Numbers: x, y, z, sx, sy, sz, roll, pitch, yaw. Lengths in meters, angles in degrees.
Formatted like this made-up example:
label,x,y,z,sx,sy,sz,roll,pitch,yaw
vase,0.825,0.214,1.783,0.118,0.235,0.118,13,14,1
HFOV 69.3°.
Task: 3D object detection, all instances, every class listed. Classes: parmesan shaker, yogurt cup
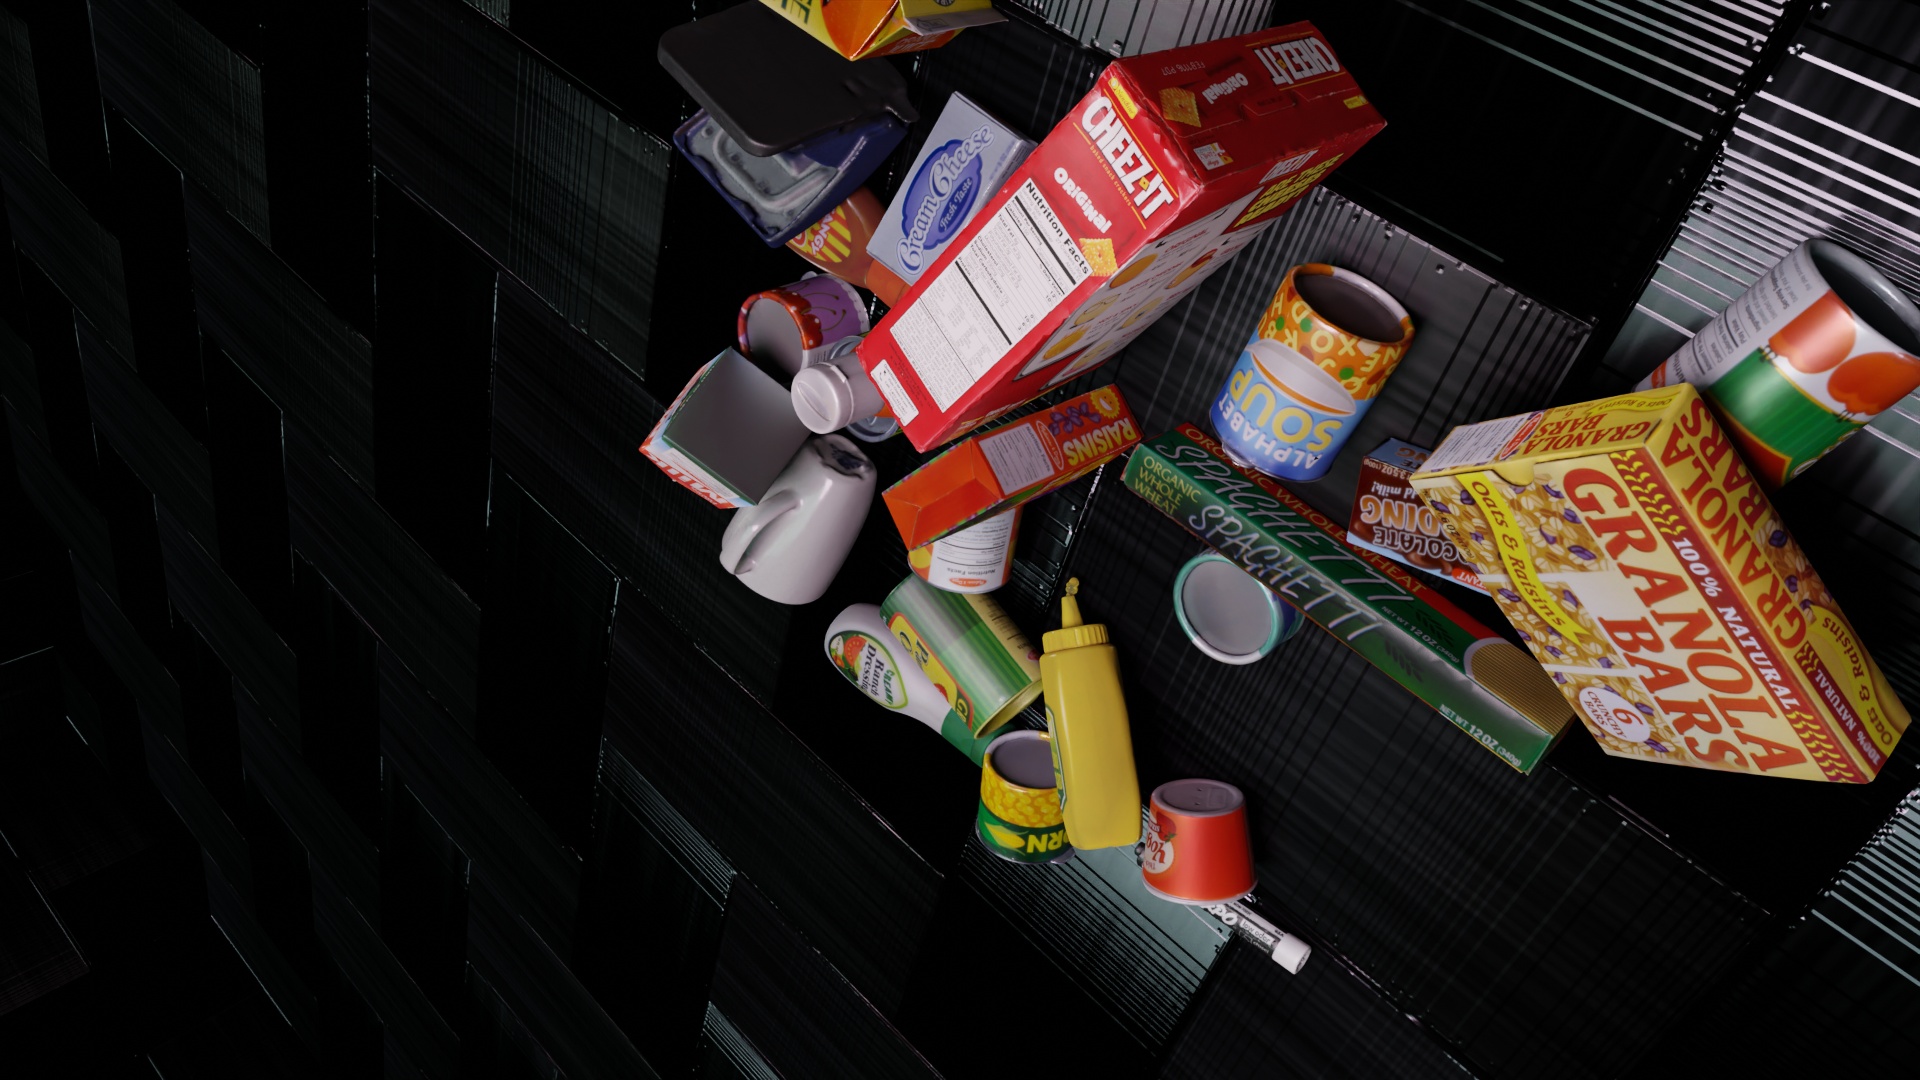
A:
label,x,y,z,sx,sy,sz,roll,pitch,yaw
parmesan shaker,0.004,0.067,0.890,0.103,0.071,0.071,50,135,15
yogurt cup,0.139,0.174,0.811,0.072,0.072,0.053,9,107,41

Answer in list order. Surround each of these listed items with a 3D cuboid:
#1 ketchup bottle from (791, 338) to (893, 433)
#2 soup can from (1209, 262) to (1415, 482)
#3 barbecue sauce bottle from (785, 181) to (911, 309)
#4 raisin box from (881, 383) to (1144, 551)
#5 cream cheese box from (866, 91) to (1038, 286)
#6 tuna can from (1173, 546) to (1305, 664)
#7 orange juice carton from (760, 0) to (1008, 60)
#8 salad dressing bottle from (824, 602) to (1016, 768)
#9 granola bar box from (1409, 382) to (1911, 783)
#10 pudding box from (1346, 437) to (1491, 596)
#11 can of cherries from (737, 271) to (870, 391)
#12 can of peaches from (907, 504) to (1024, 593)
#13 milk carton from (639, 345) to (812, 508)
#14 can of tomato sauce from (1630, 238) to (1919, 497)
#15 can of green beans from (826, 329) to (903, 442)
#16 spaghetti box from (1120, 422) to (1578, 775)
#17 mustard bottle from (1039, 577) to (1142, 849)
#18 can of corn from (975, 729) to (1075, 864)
label,x,y,z,sx,sy,sz,roll,pitch,yaw
ketchup bottle,-0.029,-0.097,0.780,0.065,0.149,0.043,48,134,16
soup can,0.165,-0.079,0.659,0.071,0.071,0.083,42,133,21
barbecue sauce bottle,-0.069,-0.190,0.852,0.149,0.044,0.064,43,126,20
raisin box,0.030,-0.041,0.768,0.085,0.124,0.040,-30,86,47
cream cheese box,-0.006,-0.192,0.779,0.053,0.024,0.103,41,111,23
tuna can,0.151,0.030,0.753,0.071,0.033,0.070,21,123,36
orange juice carton,-0.064,-0.324,0.763,0.193,0.072,0.072,40,133,24
salad dressing bottle,-0.028,0.099,0.949,0.148,0.044,0.064,34,131,28
granola bar box,0.276,0.021,0.560,0.165,0.039,0.124,51,161,-11
pudding box,0.230,-0.011,0.659,0.084,0.030,0.049,26,126,34
can of cherries,-0.103,-0.136,0.899,0.071,0.058,0.071,21,123,36
can of peaches,0.003,-0.011,0.853,0.071,0.071,0.057,31,128,30
milk carton,-0.161,-0.071,0.931,0.073,0.072,0.190,37,169,-15
can of tomato sauce,0.314,-0.062,0.529,0.071,0.071,0.082,50,135,14
can of green beans,-0.040,-0.100,0.856,0.071,0.058,0.071,20,122,36
spaghetti box,0.190,0.021,0.698,0.250,0.050,0.028,39,130,25
mustard bottle,0.076,0.102,0.834,0.065,0.049,0.160,91,171,-81
can of corn,0.047,0.165,0.892,0.071,0.071,0.058,26,125,33
